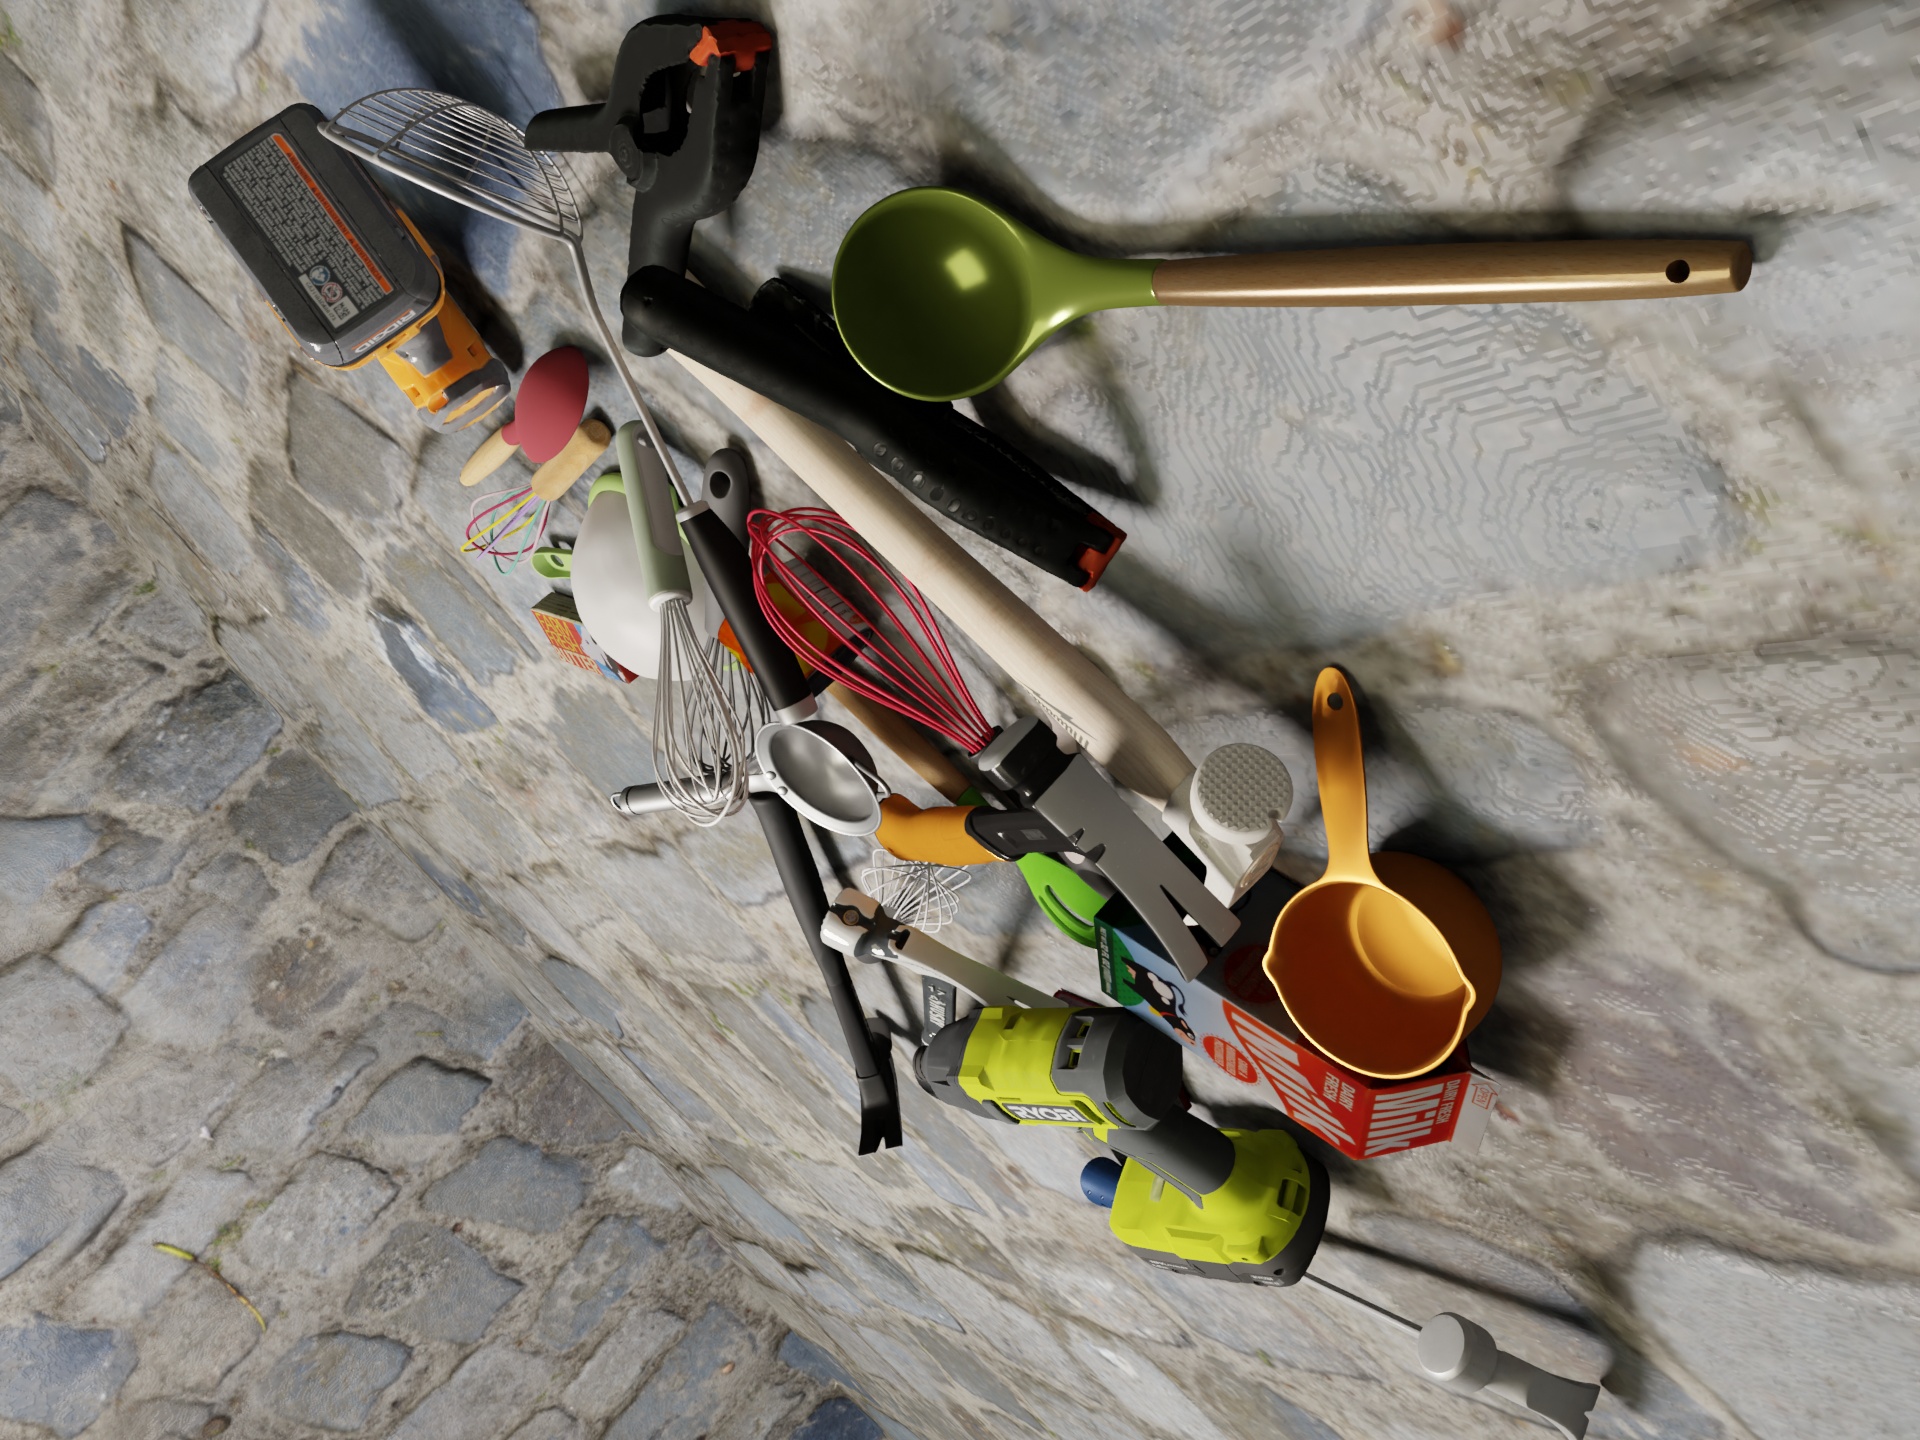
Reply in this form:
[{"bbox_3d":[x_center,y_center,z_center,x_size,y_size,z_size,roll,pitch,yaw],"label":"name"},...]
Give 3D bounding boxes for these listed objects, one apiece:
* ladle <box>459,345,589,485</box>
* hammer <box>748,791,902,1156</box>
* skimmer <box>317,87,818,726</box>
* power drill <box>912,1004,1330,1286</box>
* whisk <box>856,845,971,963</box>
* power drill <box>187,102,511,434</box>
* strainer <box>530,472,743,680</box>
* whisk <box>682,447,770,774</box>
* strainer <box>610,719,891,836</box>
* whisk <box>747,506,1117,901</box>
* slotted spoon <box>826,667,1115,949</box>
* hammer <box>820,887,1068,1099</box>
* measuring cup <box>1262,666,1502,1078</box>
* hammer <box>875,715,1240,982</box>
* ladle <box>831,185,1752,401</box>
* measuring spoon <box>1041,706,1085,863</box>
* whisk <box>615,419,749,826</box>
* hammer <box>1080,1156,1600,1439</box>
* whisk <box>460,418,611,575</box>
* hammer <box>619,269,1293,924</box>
[{"bbox_3d":[-0.292,-0.181,1.024,0.031,0.069,0.315,11,174,-26],"label":"ladle"},{"bbox_3d":[-0.098,0.180,1.190,0.146,0.035,0.334,-102,-2,-56],"label":"hammer"},{"bbox_3d":[-0.189,-0.148,0.802,0.127,0.090,0.363,-87,-28,-76],"label":"skimmer"},{"bbox_3d":[0.090,0.232,0.894,0.171,0.080,0.223,-11,136,45],"label":"power drill"},{"bbox_3d":[-0.045,0.129,1.078,0.070,0.070,0.284,44,159,5],"label":"whisk"},{"bbox_3d":[-0.342,-0.261,0.885,0.185,0.084,0.226,54,177,-3],"label":"power drill"},{"bbox_3d":[-0.235,-0.083,1.041,0.256,0.069,0.151,11,137,48],"label":"strainer"},{"bbox_3d":[-0.135,-0.054,0.926,0.055,0.055,0.238,33,137,26],"label":"whisk"},{"bbox_3d":[-0.125,0.035,0.933,0.258,0.050,0.086,-9,124,40],"label":"strainer"},{"bbox_3d":[-0.001,-0.003,0.822,0.295,0.073,0.073,45,155,-12],"label":"whisk"},{"bbox_3d":[-0.017,0.027,0.918,0.314,0.031,0.070,43,157,12],"label":"slotted spoon"},{"bbox_3d":[-0.009,0.215,1.093,0.149,0.036,0.408,24,159,10],"label":"hammer"},{"bbox_3d":[0.174,0.058,0.657,0.095,0.052,0.173,0,104,42],"label":"measuring cup"},{"bbox_3d":[0.018,0.061,0.789,0.127,0.034,0.337,46,166,-9],"label":"hammer"},{"bbox_3d":[0.079,-0.138,0.507,0.320,0.062,0.078,14,120,44],"label":"ladle"},{"bbox_3d":[0.057,0.021,0.786,0.034,0.018,0.124,24,136,33],"label":"measuring spoon"},{"bbox_3d":[-0.156,-0.058,0.869,0.059,0.057,0.246,-33,64,40],"label":"whisk"},{"bbox_3d":[0.205,0.342,0.983,0.144,0.035,0.406,32,166,-25],"label":"hammer"},{"bbox_3d":[-0.280,-0.145,1.044,0.245,0.047,0.051,-20,69,57],"label":"whisk"},{"bbox_3d":[-0.016,-0.071,0.726,0.411,0.038,0.146,45,165,19],"label":"hammer"}]
